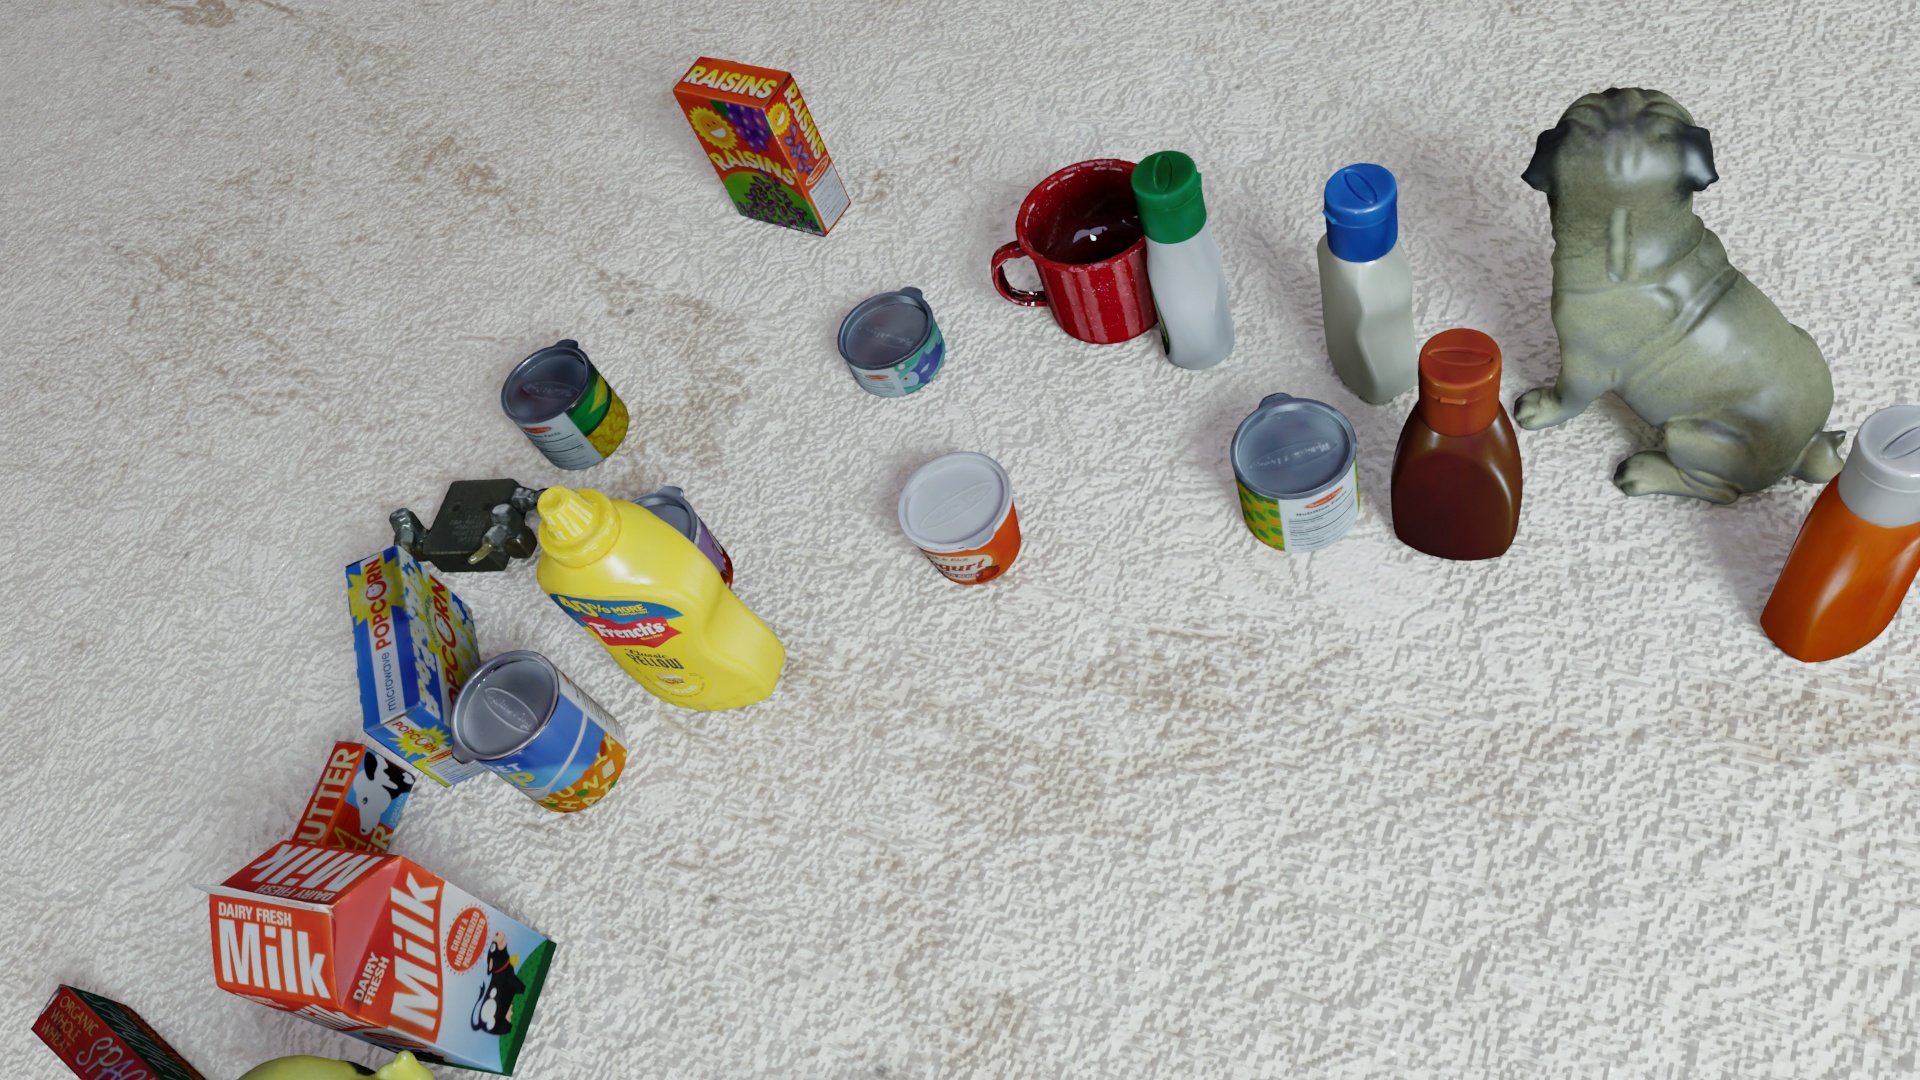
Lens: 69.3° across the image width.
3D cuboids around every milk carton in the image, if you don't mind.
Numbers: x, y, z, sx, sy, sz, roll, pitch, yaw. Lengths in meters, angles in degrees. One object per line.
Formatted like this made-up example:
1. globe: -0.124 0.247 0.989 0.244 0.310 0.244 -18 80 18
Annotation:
1. milk carton: -0.285 0.202 0.680 0.072 0.189 0.074 1 59 19

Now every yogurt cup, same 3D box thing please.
1. yogurt cup: 0.003 -0.010 0.808 0.072 0.053 0.073 -9 56 13

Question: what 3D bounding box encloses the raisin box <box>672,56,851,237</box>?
1. raisin box: -0.139 -0.280 0.988 0.086 0.123 0.040 21 67 28

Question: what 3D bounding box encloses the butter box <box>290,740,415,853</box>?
1. butter box: -0.360 0.174 0.807 0.024 0.053 0.104 2 59 20

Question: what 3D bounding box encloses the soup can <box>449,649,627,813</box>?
1. soup can: -0.240 0.112 0.790 0.071 0.083 0.072 -9 56 13

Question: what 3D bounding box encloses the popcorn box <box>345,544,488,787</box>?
1. popcorn box: -0.327 0.076 0.841 0.038 0.085 0.127 -26 54 1

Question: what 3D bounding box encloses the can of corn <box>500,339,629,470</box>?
1. can of corn: -0.268 -0.092 0.948 0.071 0.058 0.071 -9 56 13

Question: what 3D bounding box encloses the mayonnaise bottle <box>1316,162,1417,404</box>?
1. mayonnaise bottle: 0.223 -0.141 0.763 0.041 0.147 0.065 -26 54 1

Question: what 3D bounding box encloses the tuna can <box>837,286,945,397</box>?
1. tuna can: -0.044 -0.131 0.915 0.071 0.032 0.071 -9 56 13

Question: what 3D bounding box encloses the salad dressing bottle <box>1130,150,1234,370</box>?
1. salad dressing bottle: 0.129 -0.161 0.807 0.044 0.147 0.064 -5 57 16

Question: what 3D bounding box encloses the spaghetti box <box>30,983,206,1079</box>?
1. spaghetti box: -0.405 0.311 0.735 0.250 0.050 0.029 22 67 29

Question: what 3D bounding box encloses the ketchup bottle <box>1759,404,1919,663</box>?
1. ketchup bottle: 0.400 -0.001 0.613 0.065 0.148 0.044 -31 54 -3

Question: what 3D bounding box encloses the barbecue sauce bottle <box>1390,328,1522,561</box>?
1. barbecue sauce bottle: 0.247 -0.045 0.692 0.065 0.148 0.044 10 62 24

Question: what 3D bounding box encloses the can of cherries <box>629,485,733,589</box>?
1. can of cherries: -0.178 0.011 0.851 0.071 0.058 0.072 -9 56 13

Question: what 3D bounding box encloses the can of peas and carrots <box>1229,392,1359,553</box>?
1. can of peas and carrots: 0.184 -0.037 0.763 0.071 0.058 0.071 -9 56 13
